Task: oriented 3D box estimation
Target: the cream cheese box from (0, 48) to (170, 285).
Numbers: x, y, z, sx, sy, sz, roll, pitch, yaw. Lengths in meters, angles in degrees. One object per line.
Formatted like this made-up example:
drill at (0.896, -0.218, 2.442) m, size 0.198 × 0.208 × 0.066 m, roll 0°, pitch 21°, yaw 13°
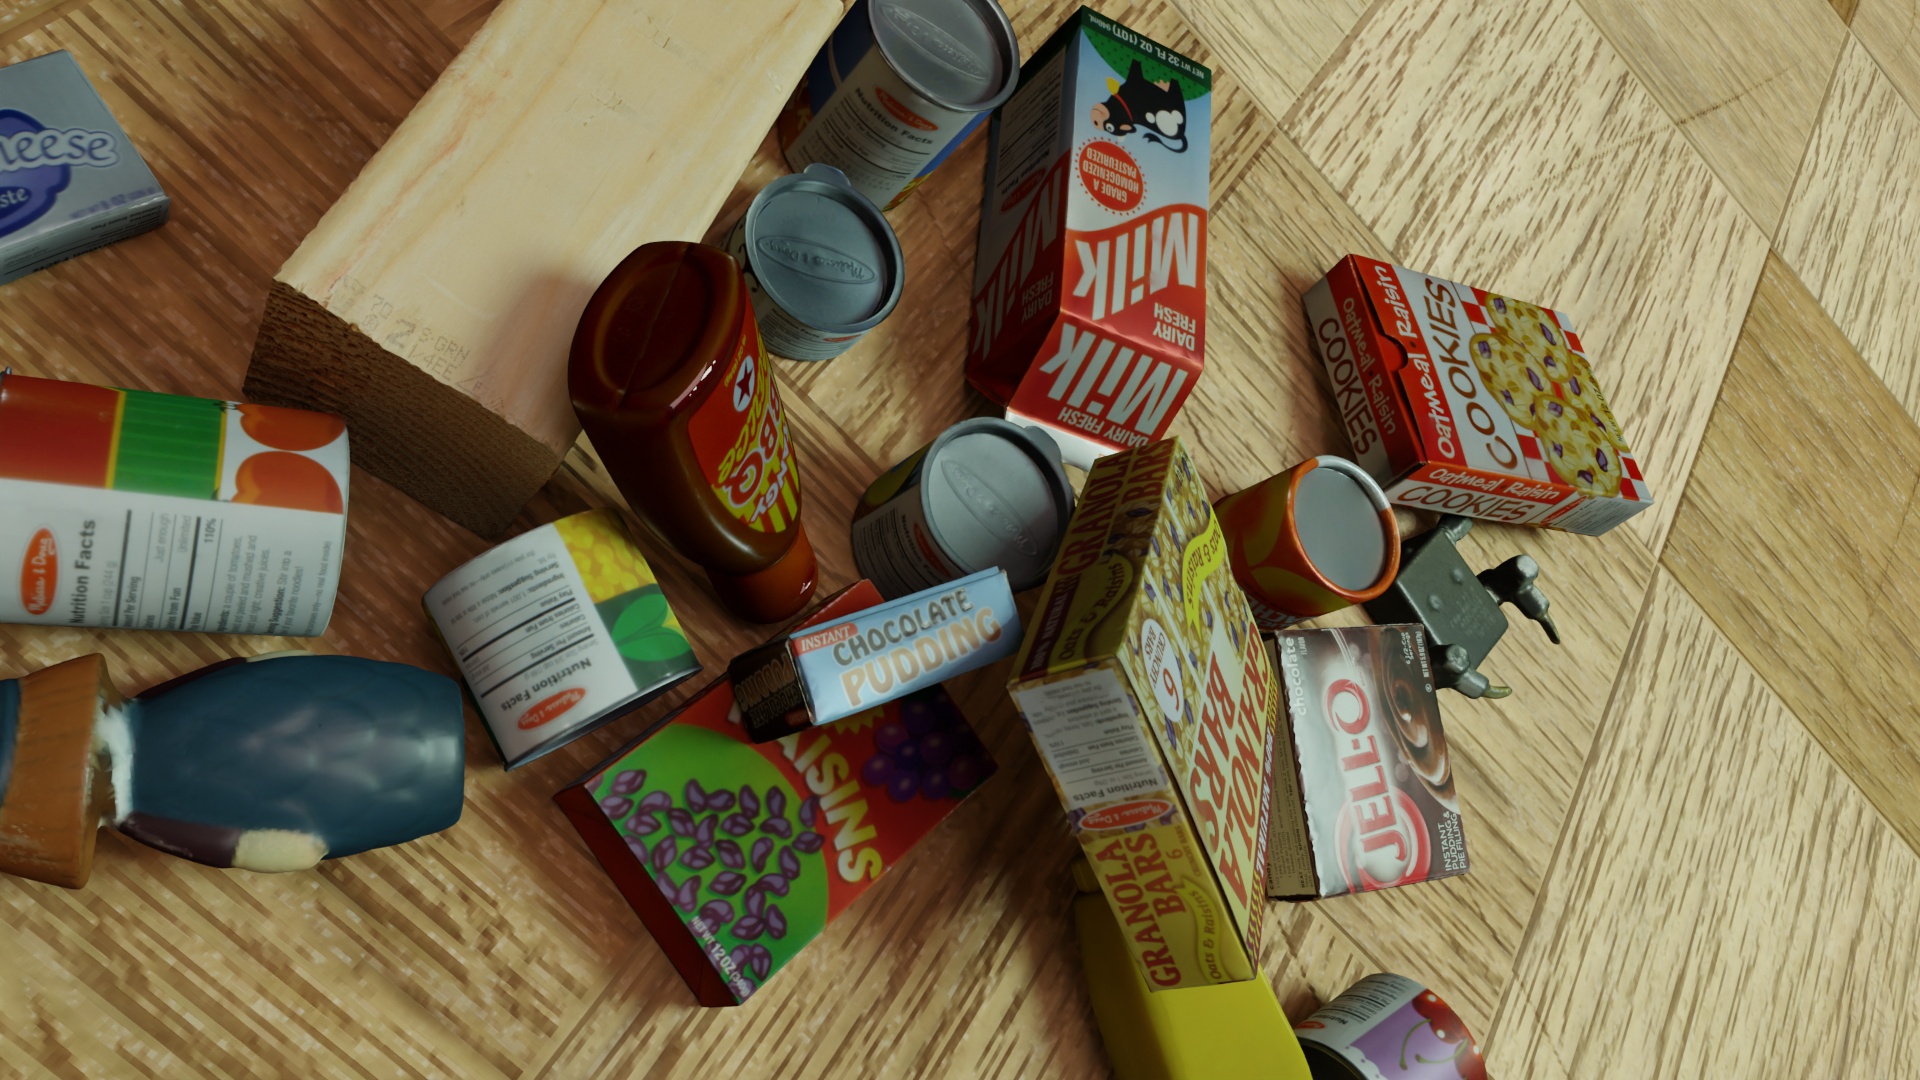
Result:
cream cheese box at (-0.290, -0.097, 0.395) m, size 0.104 × 0.024 × 0.053 m, roll -37°, pitch 94°, yaw -35°

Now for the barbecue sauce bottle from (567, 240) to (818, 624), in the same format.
barbecue sauce bottle at (-0.075, -0.022, 0.431) m, size 0.044 × 0.148 × 0.065 m, roll 10°, pitch 62°, yaw 11°

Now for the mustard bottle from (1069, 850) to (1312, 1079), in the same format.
mustard bottle at (0.077, 0.158, 0.515) m, size 0.065 × 0.048 × 0.160 m, roll -16°, pitch 81°, yaw -35°

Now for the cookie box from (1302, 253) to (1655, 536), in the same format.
cookie box at (0.261, -0.072, 0.701) m, size 0.168 × 0.040 × 0.123 m, roll 7°, pitch 57°, yaw -29°

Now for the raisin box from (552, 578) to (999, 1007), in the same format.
raisin box at (-0.058, 0.082, 0.466) m, size 0.124 × 0.040 × 0.086 m, roll -37°, pitch 93°, yaw -34°

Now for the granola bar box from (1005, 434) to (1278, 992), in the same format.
granola bar box at (0.073, 0.052, 0.487) m, size 0.124 × 0.039 × 0.166 m, roll 65°, pitch 24°, yaw -20°

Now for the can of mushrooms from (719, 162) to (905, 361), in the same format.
can of mushrooms at (-0.058, -0.107, 0.535) m, size 0.071 × 0.033 × 0.071 m, roll 10°, pitch 68°, yaw -28°

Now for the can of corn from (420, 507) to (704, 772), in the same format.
can of corn at (-0.122, 0.030, 0.430) m, size 0.071 × 0.071 × 0.058 m, roll -26°, pitch 87°, yaw -35°

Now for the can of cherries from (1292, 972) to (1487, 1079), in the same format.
can of cherries at (0.161, 0.213, 0.537) m, size 0.058 × 0.071 × 0.071 m, roll -18°, pitch 84°, yaw -36°

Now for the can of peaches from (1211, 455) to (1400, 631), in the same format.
can of peaches at (0.148, 0.004, 0.608) m, size 0.071 × 0.058 × 0.071 m, roll 11°, pitch 67°, yaw -29°

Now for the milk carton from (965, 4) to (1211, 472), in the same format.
milk carton at (0.054, -0.117, 0.583) m, size 0.072 × 0.073 × 0.191 m, roll 18°, pitch 65°, yaw -26°

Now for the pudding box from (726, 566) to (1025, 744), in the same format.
pudding box at (-0.026, 0.036, 0.445) m, size 0.084 × 0.049 × 0.030 m, roll -17°, pitch 84°, yaw -34°

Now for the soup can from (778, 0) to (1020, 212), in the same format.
soup can at (-0.025, -0.180, 0.550) m, size 0.071 × 0.083 × 0.071 m, roll 11°, pitch 68°, yaw -29°

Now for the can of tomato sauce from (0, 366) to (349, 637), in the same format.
can of tomato sauce at (-0.218, -0.009, 0.383) m, size 0.083 × 0.071 × 0.071 m, roll 6°, pitch 70°, yaw -31°

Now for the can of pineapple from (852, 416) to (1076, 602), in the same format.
can of pineapple at (0.002, -0.007, 0.521) m, size 0.071 × 0.057 × 0.071 m, roll 11°, pitch 68°, yaw -29°
